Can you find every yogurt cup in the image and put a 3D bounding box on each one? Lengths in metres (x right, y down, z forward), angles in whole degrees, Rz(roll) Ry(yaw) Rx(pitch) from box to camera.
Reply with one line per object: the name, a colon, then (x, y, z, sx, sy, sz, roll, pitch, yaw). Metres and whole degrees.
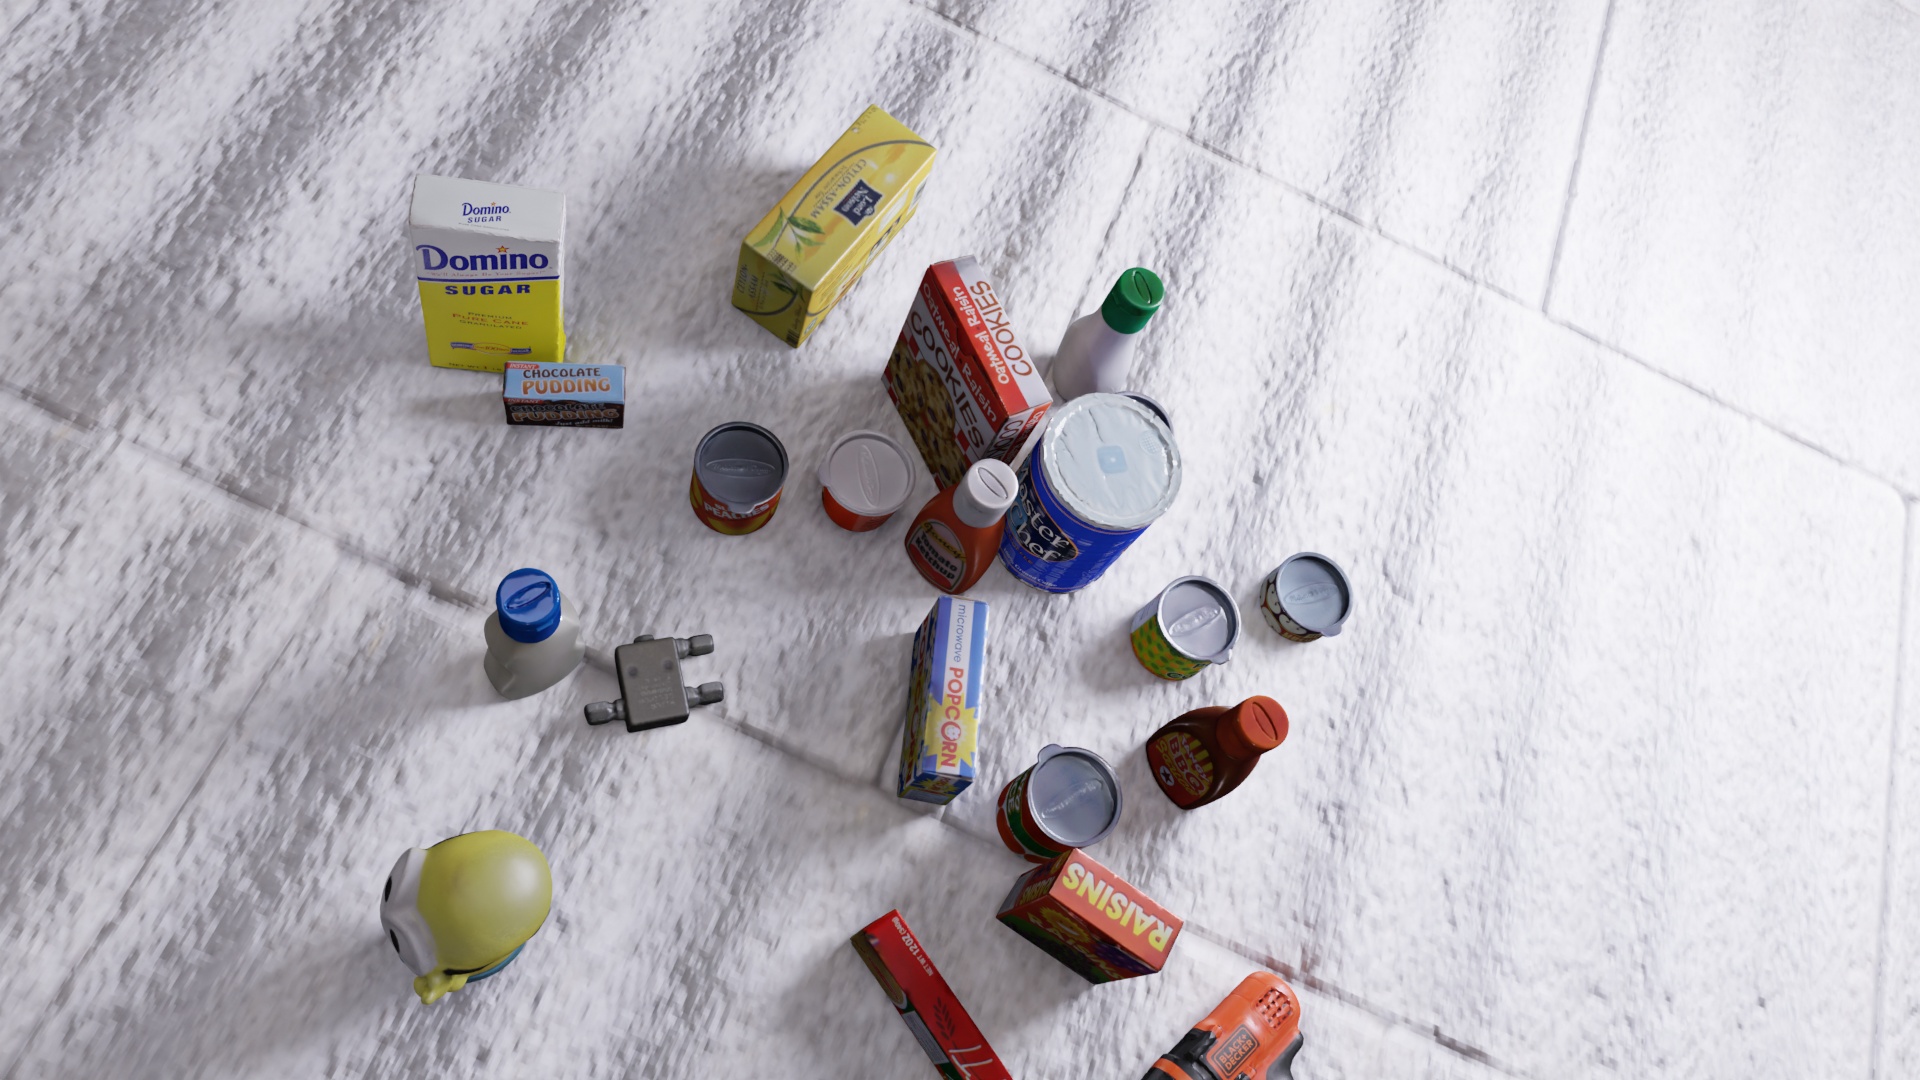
yogurt cup: (-0.071, -0.041, 1.022, 0.072, 0.053, 0.072, 5, 67, -13)

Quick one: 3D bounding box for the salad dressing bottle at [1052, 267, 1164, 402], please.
salad dressing bottle: (0.113, -0.156, 1.067, 0.044, 0.147, 0.064, -13, 73, -20)

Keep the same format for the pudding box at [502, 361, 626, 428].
pudding box: (-0.282, -0.104, 0.993, 0.084, 0.049, 0.030, 1, 69, -15)

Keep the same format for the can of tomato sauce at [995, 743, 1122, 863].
can of tomato sauce: (0.064, 0.181, 0.952, 0.071, 0.082, 0.071, 5, 67, -13)

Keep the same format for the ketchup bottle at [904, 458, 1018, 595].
ketchup bottle: (0.003, -0.012, 0.978, 0.065, 0.148, 0.044, 46, 65, 6)

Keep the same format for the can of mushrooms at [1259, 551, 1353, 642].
can of mushrooms: (0.272, 0.047, 1.091, 0.071, 0.033, 0.071, 5, 67, -13)

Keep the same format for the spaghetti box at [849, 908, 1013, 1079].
spaghetti box: (0.014, 0.349, 0.887, 0.029, 0.050, 0.250, -32, 80, -24)

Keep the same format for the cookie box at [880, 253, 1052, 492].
cookie box: (-0.001, -0.110, 1.007, 0.040, 0.166, 0.123, -22, 76, -22)

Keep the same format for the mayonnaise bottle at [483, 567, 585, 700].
mayonnaise bottle: (-0.270, 0.058, 0.875, 0.065, 0.147, 0.041, -31, 80, -24)

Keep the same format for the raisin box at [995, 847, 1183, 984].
raisin box: (0.081, 0.248, 0.907, 0.086, 0.123, 0.040, 35, 64, 0)

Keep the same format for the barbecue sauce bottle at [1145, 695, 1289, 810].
barbecue sauce bottle: (0.179, 0.143, 0.962, 0.044, 0.148, 0.065, -24, 77, -22)

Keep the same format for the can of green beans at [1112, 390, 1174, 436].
can of green beans: (0.126, -0.075, 1.088, 0.071, 0.057, 0.071, 5, 67, -13)

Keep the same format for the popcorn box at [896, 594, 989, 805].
popcorn box: (-0.012, 0.111, 0.959, 0.038, 0.085, 0.127, 10, 66, -11)

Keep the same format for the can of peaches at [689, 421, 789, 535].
can of peaches: (-0.160, -0.041, 0.996, 0.071, 0.057, 0.071, 5, 67, -13)

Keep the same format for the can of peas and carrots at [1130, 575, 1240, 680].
can of peas and carrots: (0.169, 0.068, 1.040, 0.071, 0.058, 0.071, 5, 67, -13)
